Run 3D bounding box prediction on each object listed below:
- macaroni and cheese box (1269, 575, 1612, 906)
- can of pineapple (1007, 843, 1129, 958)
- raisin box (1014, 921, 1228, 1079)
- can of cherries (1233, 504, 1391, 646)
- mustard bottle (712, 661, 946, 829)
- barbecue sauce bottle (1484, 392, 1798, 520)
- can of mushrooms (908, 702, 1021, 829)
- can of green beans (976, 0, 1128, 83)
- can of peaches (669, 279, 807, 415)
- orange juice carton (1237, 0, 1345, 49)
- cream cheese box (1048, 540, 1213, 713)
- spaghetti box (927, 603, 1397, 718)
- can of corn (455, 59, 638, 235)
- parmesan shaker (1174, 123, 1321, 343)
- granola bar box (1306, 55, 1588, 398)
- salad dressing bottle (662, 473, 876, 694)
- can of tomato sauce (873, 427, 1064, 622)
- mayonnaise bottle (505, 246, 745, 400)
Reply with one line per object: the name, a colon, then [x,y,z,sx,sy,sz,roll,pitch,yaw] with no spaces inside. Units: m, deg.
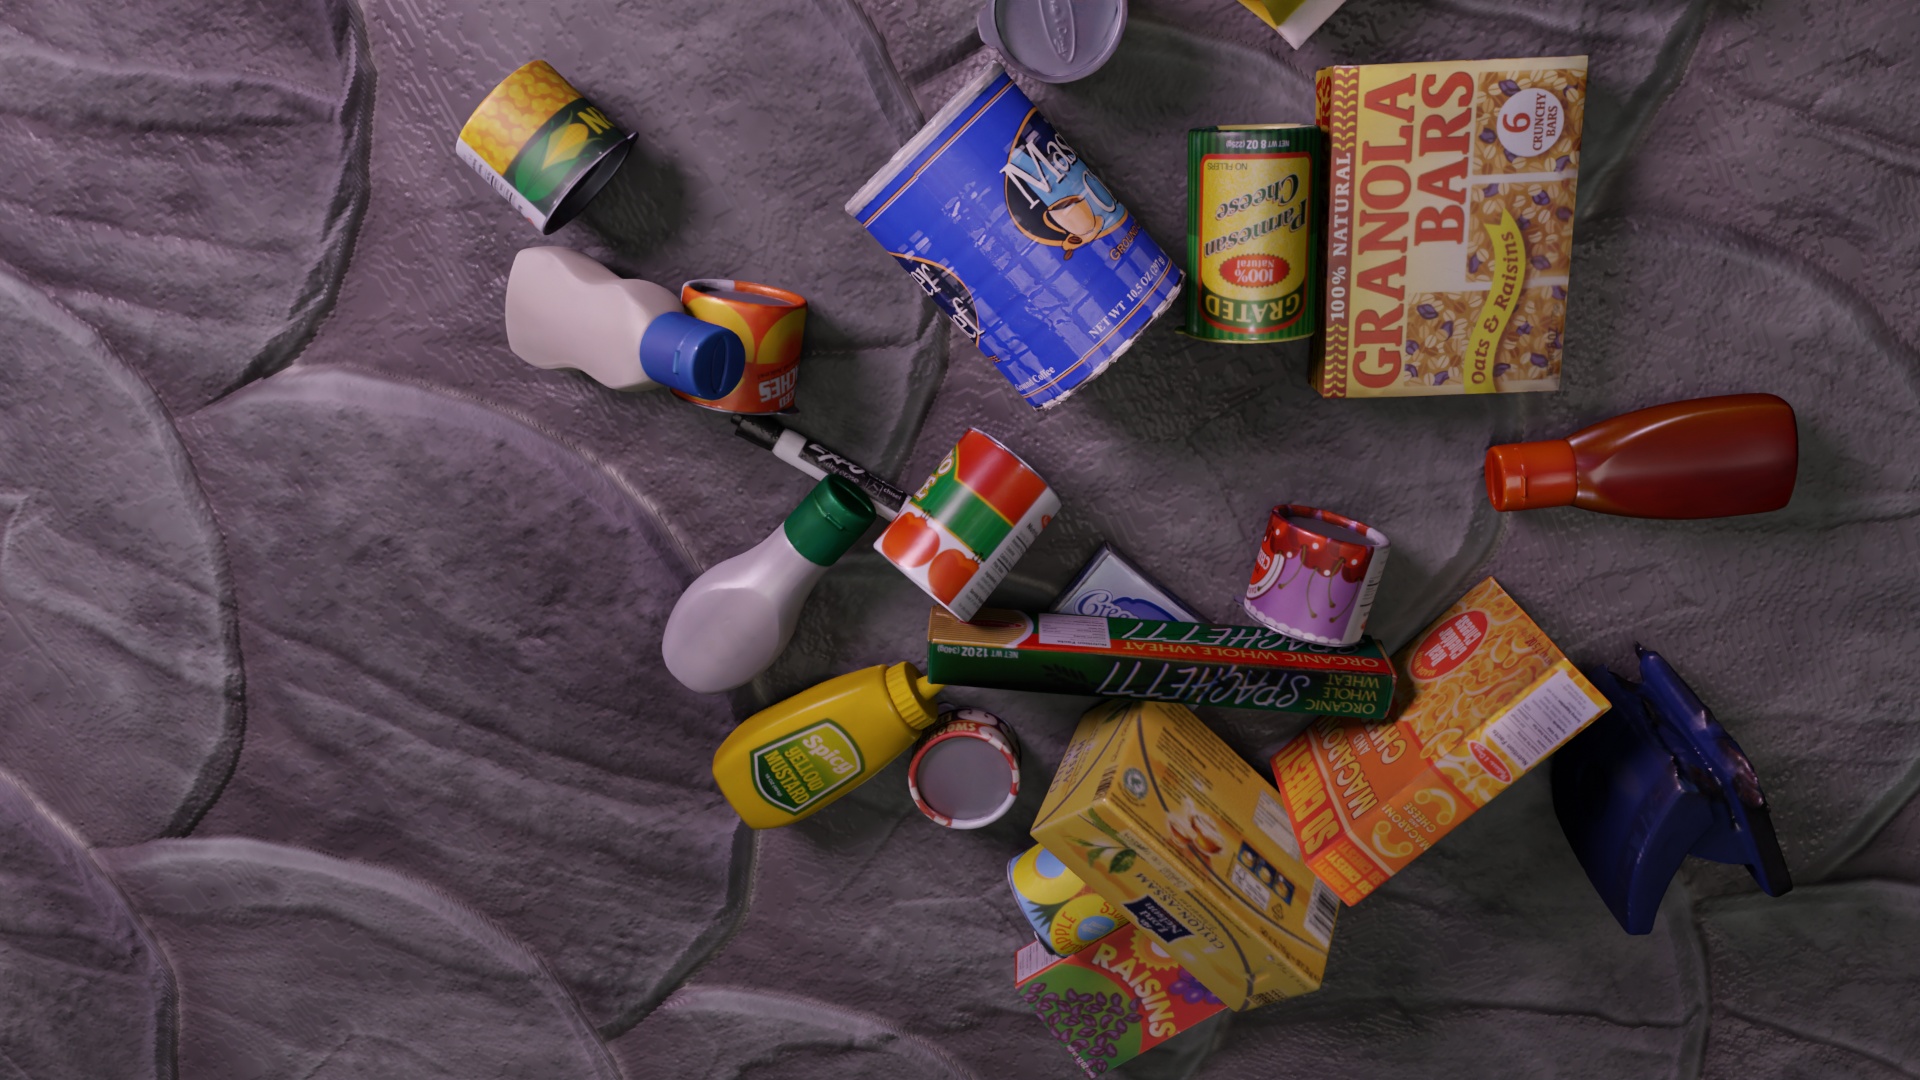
macaroni and cheese box: [0.251,0.106,0.751,0.040,0.124,0.166,43,105,-10]
can of pineapple: [0.070,0.204,0.819,0.058,0.071,0.071,-34,104,12]
raisin box: [0.107,0.264,0.853,0.123,0.040,0.086,-34,103,13]
can of cherries: [0.191,0.017,0.756,0.071,0.072,0.058,13,108,-2]
mustard bottle: [-0.065,0.109,0.804,0.160,0.049,0.065,-30,106,11]
barbecue sauce bottle: [0.361,-0.040,0.742,0.148,0.044,0.064,-6,107,5]
can of mushrooms: [0.002,0.132,0.818,0.071,0.033,0.070,1,109,3]
can of green beans: [0.047,-0.257,0.677,0.071,0.058,0.071,1,108,2]
can of peaches: [-0.114,-0.102,0.729,0.071,0.071,0.058,10,108,-1]
orange juice carton: [0.117,-0.323,0.645,0.192,0.073,0.071,42,105,-11]
cream cheese box: [0.106,0.052,0.792,0.104,0.024,0.053,38,105,-9]
spaghetti box: [0.107,0.065,0.756,0.250,0.050,0.028,4,111,1]
can of corn: [-0.209,-0.201,0.703,0.058,0.071,0.071,43,105,-11]
parmesan shaker: [0.144,-0.156,0.702,0.071,0.071,0.102,-2,108,3]
granola bar box: [0.245,-0.159,0.710,0.124,0.039,0.165,-2,108,2]
salad dressing bottle: [-0.106,0.025,0.773,0.064,0.044,0.147,40,112,-12]
can of tomato sauce: [0.003,-0.009,0.743,0.071,0.071,0.083,40,86,-10]
mayonnaise bottle: [-0.172,-0.106,0.704,0.148,0.041,0.064,22,111,34]
